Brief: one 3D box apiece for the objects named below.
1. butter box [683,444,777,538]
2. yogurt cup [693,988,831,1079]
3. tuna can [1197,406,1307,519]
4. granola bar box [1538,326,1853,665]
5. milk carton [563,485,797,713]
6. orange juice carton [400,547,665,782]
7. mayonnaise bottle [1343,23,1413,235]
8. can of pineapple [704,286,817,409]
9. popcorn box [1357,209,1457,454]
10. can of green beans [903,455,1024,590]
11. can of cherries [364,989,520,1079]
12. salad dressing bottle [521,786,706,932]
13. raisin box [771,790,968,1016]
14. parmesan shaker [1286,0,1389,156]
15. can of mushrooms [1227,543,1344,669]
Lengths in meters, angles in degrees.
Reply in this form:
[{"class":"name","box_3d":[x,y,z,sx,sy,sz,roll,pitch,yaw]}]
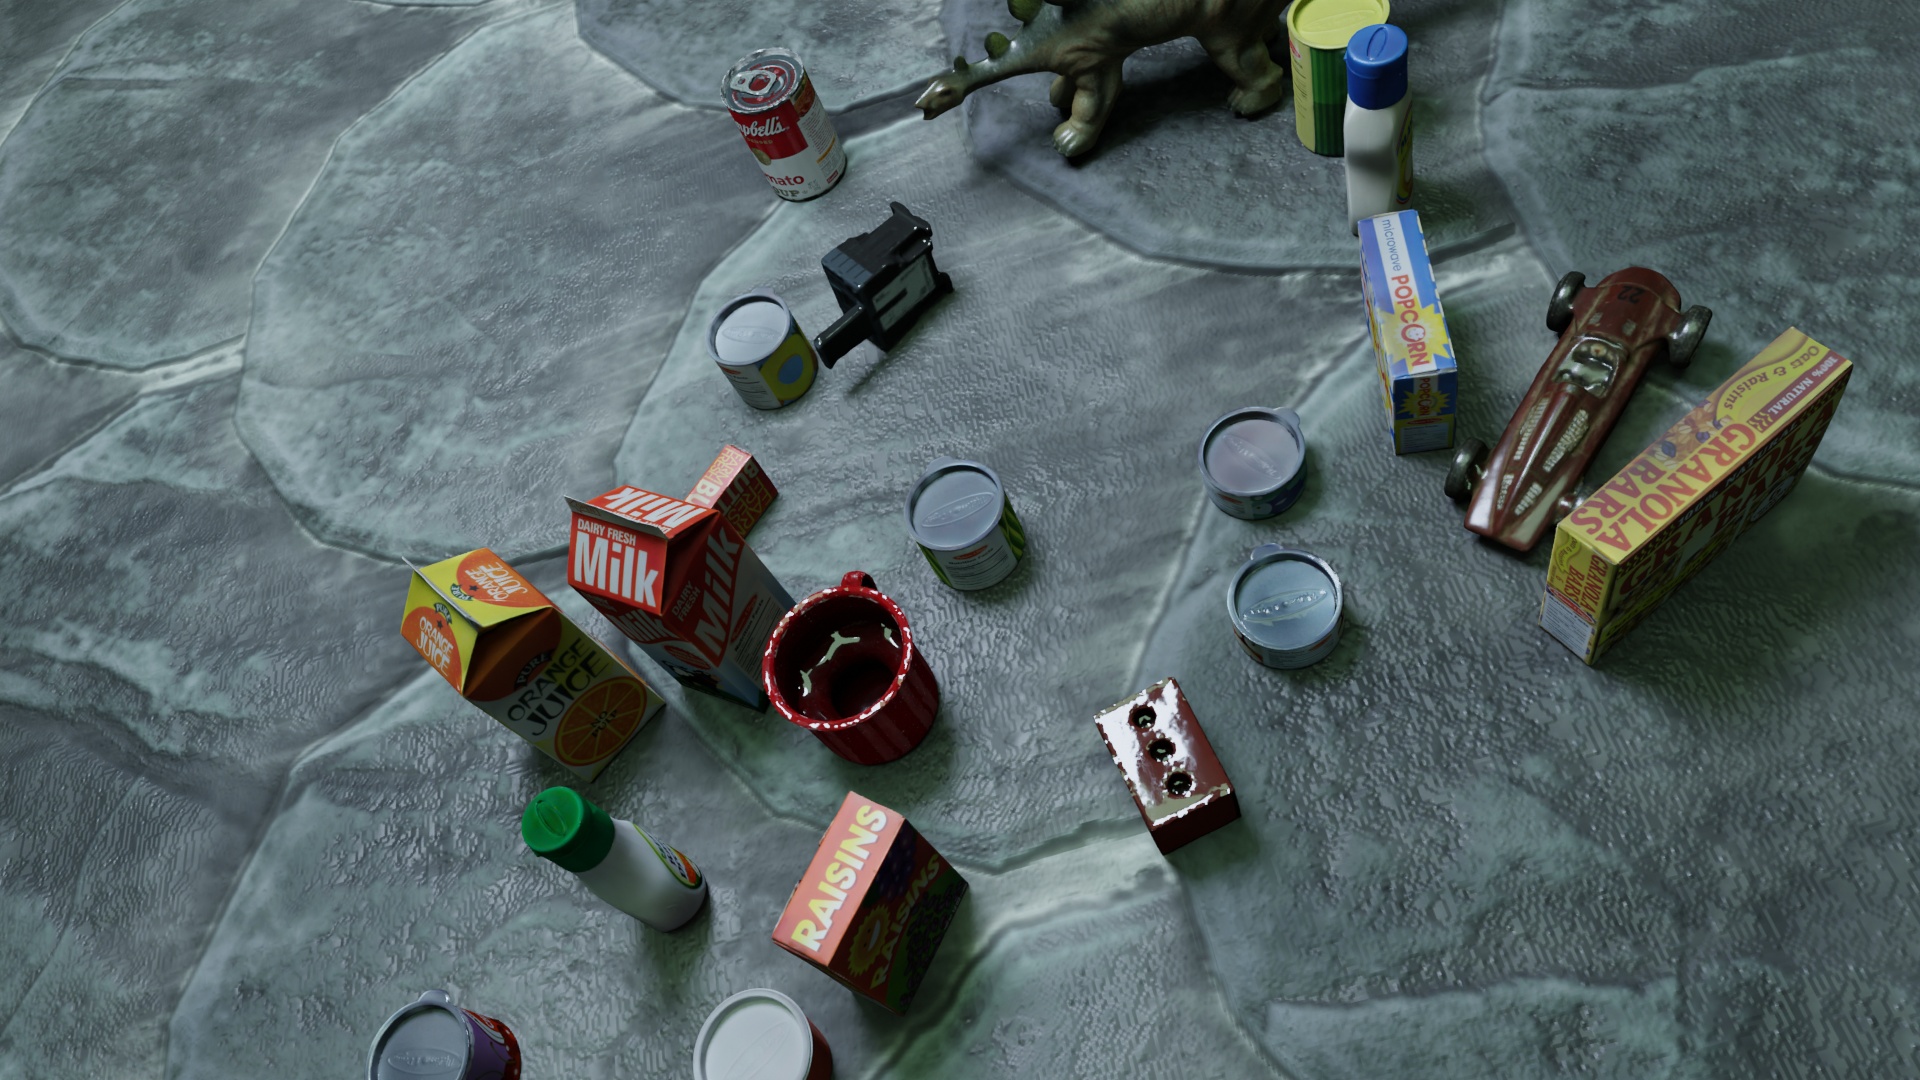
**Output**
[{"class":"butter box","box_3d":[-0.171,-0.011,0.951,0.024,0.053,0.104,25,71,28]},{"class":"yogurt cup","box_3d":[-0.105,0.285,0.759,0.072,0.053,0.073,-8,59,13]},{"class":"tuna can","box_3d":[0.186,-0.050,0.875,0.071,0.032,0.071,-8,59,13]},{"class":"granola bar box","box_3d":[0.387,-0.019,0.740,0.166,0.123,0.039,-39,57,-6]},{"class":"milk carton","box_3d":[-0.168,0.029,0.845,0.072,0.190,0.074,15,67,25]},{"class":"orange juice carton","box_3d":[-0.267,0.071,0.850,0.072,0.192,0.073,35,76,30]},{"class":"mayonnaise bottle","box_3d":[0.273,-0.266,0.904,0.041,0.147,0.065,13,66,24]},{"class":"can of pineapple","box_3d":[-0.143,-0.139,1.014,0.071,0.057,0.071,-8,59,13]},{"class":"popcorn box","box_3d":[0.276,-0.129,0.861,0.038,0.085,0.127,-9,59,13]},{"class":"can of green beans","box_3d":[0.003,-0.009,0.893,0.071,0.057,0.071,-8,59,13]},{"class":"can of cherries","box_3d":[-0.297,0.303,0.806,0.071,0.058,0.072,-8,59,13]},{"class":"salad dressing bottle","box_3d":[-0.196,0.182,0.791,0.044,0.147,0.064,-45,58,-10]},{"class":"raisin box","box_3d":[-0.046,0.198,0.749,0.040,0.123,0.086,19,69,26]},{"class":"parmesan shaker","box_3d":[0.265,-0.330,0.970,0.071,0.102,0.071,-8,59,13]},{"class":"can of mushrooms","box_3d":[0.192,0.039,0.821,0.071,0.033,0.071,-8,59,13]}]
